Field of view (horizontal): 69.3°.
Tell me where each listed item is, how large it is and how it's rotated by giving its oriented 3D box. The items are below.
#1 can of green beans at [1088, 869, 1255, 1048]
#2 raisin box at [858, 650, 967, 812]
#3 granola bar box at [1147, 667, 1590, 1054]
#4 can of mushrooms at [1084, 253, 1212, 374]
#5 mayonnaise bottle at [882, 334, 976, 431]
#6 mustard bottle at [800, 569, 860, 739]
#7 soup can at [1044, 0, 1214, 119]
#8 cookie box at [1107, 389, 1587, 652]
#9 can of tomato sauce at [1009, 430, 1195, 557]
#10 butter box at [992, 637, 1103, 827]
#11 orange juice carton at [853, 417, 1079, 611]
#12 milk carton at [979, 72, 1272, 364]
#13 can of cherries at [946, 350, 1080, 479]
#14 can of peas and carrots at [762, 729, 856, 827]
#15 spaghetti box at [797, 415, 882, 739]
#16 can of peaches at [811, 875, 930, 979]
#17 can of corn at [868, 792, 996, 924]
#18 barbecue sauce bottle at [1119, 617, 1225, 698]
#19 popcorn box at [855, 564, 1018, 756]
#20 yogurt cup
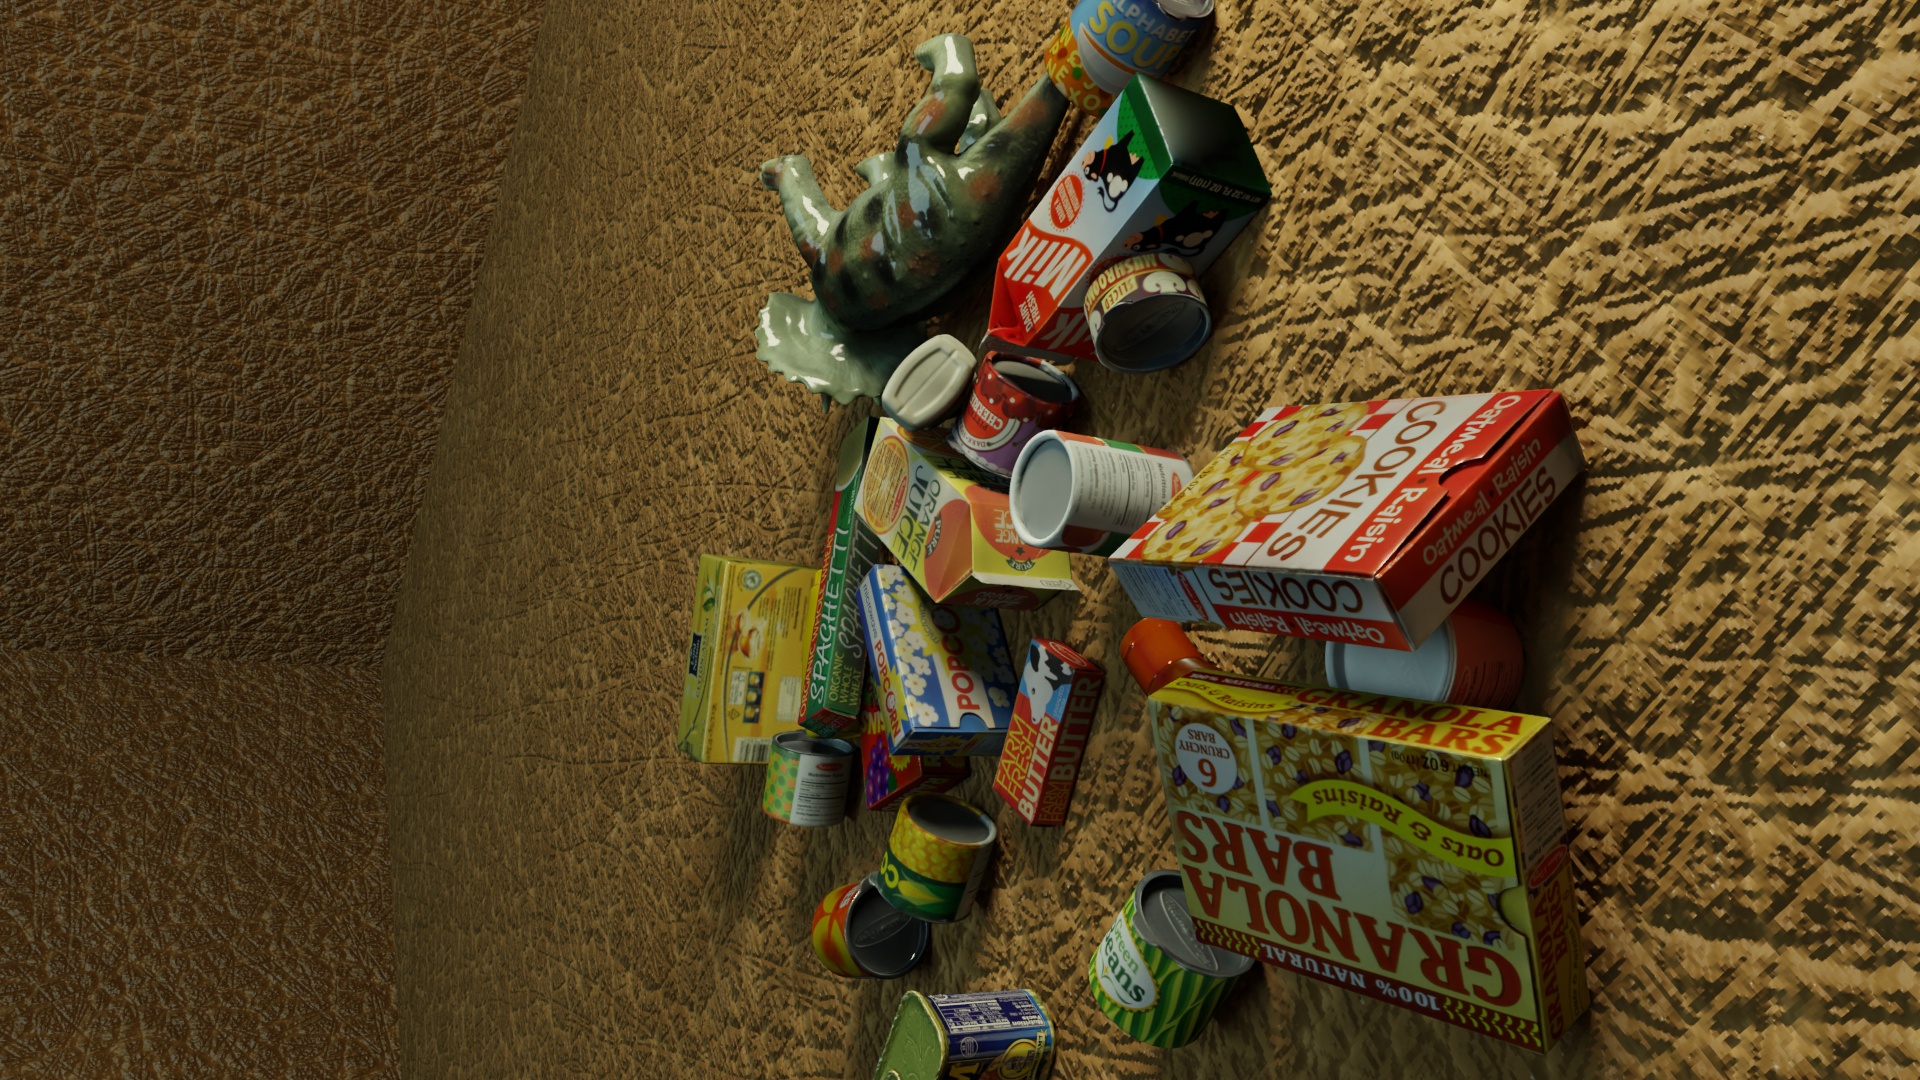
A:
[{"bbox_3d":[0.105,0.209,0.694,0.057,0.071,0.071,-65,35,29],"label":"can of green beans"},{"bbox_3d":[-0.038,0.121,0.987,0.085,0.040,0.124,-41,48,48],"label":"raisin box"},{"bbox_3d":[0.160,0.124,0.567,0.165,0.039,0.124,3,112,48],"label":"granola bar box"},{"bbox_3d":[0.102,-0.126,0.768,0.070,0.071,0.033,-48,43,45],"label":"can of mushrooms"},{"bbox_3d":[-0.016,-0.101,0.927,0.064,0.041,0.148,-47,-1,4],"label":"mayonnaise bottle"},{"bbox_3d":[-0.094,0.073,1.084,0.065,0.049,0.160,-21,65,57],"label":"mustard bottle"},{"bbox_3d":[0.098,-0.298,0.815,0.083,0.071,0.071,-48,45,46],"label":"soup can"},{"bbox_3d":[0.160,-0.013,0.599,0.040,0.123,0.167,57,156,-19],"label":"cookie box"},{"bbox_3d":[0.078,-0.023,0.774,0.071,0.083,0.071,-19,67,57],"label":"can of tomato sauce"},{"bbox_3d":[0.053,0.117,0.847,0.053,0.024,0.103,33,111,58],"label":"butter box"},{"bbox_3d":[0.003,-0.011,0.912,0.193,0.072,0.072,45,122,54],"label":"orange juice carton"},{"bbox_3d":[0.085,-0.166,0.804,0.189,0.072,0.074,-49,45,44],"label":"milk carton"},{"bbox_3d":[0.033,-0.080,0.876,0.058,0.071,0.072,-63,35,30],"label":"can of cherries"},{"bbox_3d":[-0.119,0.185,1.087,0.071,0.071,0.058,18,100,60],"label":"can of peas and carrots"},{"bbox_3d":[-0.083,0.023,1.043,0.050,0.029,0.251,-38,39,52],"label":"spaghetti box"},{"bbox_3d":[-0.064,0.270,0.971,0.058,0.071,0.071,-29,60,56],"label":"can of peaches"},{"bbox_3d":[-0.018,0.204,0.902,0.071,0.071,0.058,42,119,55],"label":"can of corn"},{"bbox_3d":[0.128,0.096,0.702,0.149,0.044,0.064,58,137,48],"label":"barbecue sauce bottle"},{"bbox_3d":[-0.014,0.078,0.908,0.038,0.085,0.127,-53,42,43],"label":"popcorn box"},{"bbox_3d":[0.197,0.050,0.583,0.072,0.054,0.072,-19,68,57],"label":"yogurt cup"}]
